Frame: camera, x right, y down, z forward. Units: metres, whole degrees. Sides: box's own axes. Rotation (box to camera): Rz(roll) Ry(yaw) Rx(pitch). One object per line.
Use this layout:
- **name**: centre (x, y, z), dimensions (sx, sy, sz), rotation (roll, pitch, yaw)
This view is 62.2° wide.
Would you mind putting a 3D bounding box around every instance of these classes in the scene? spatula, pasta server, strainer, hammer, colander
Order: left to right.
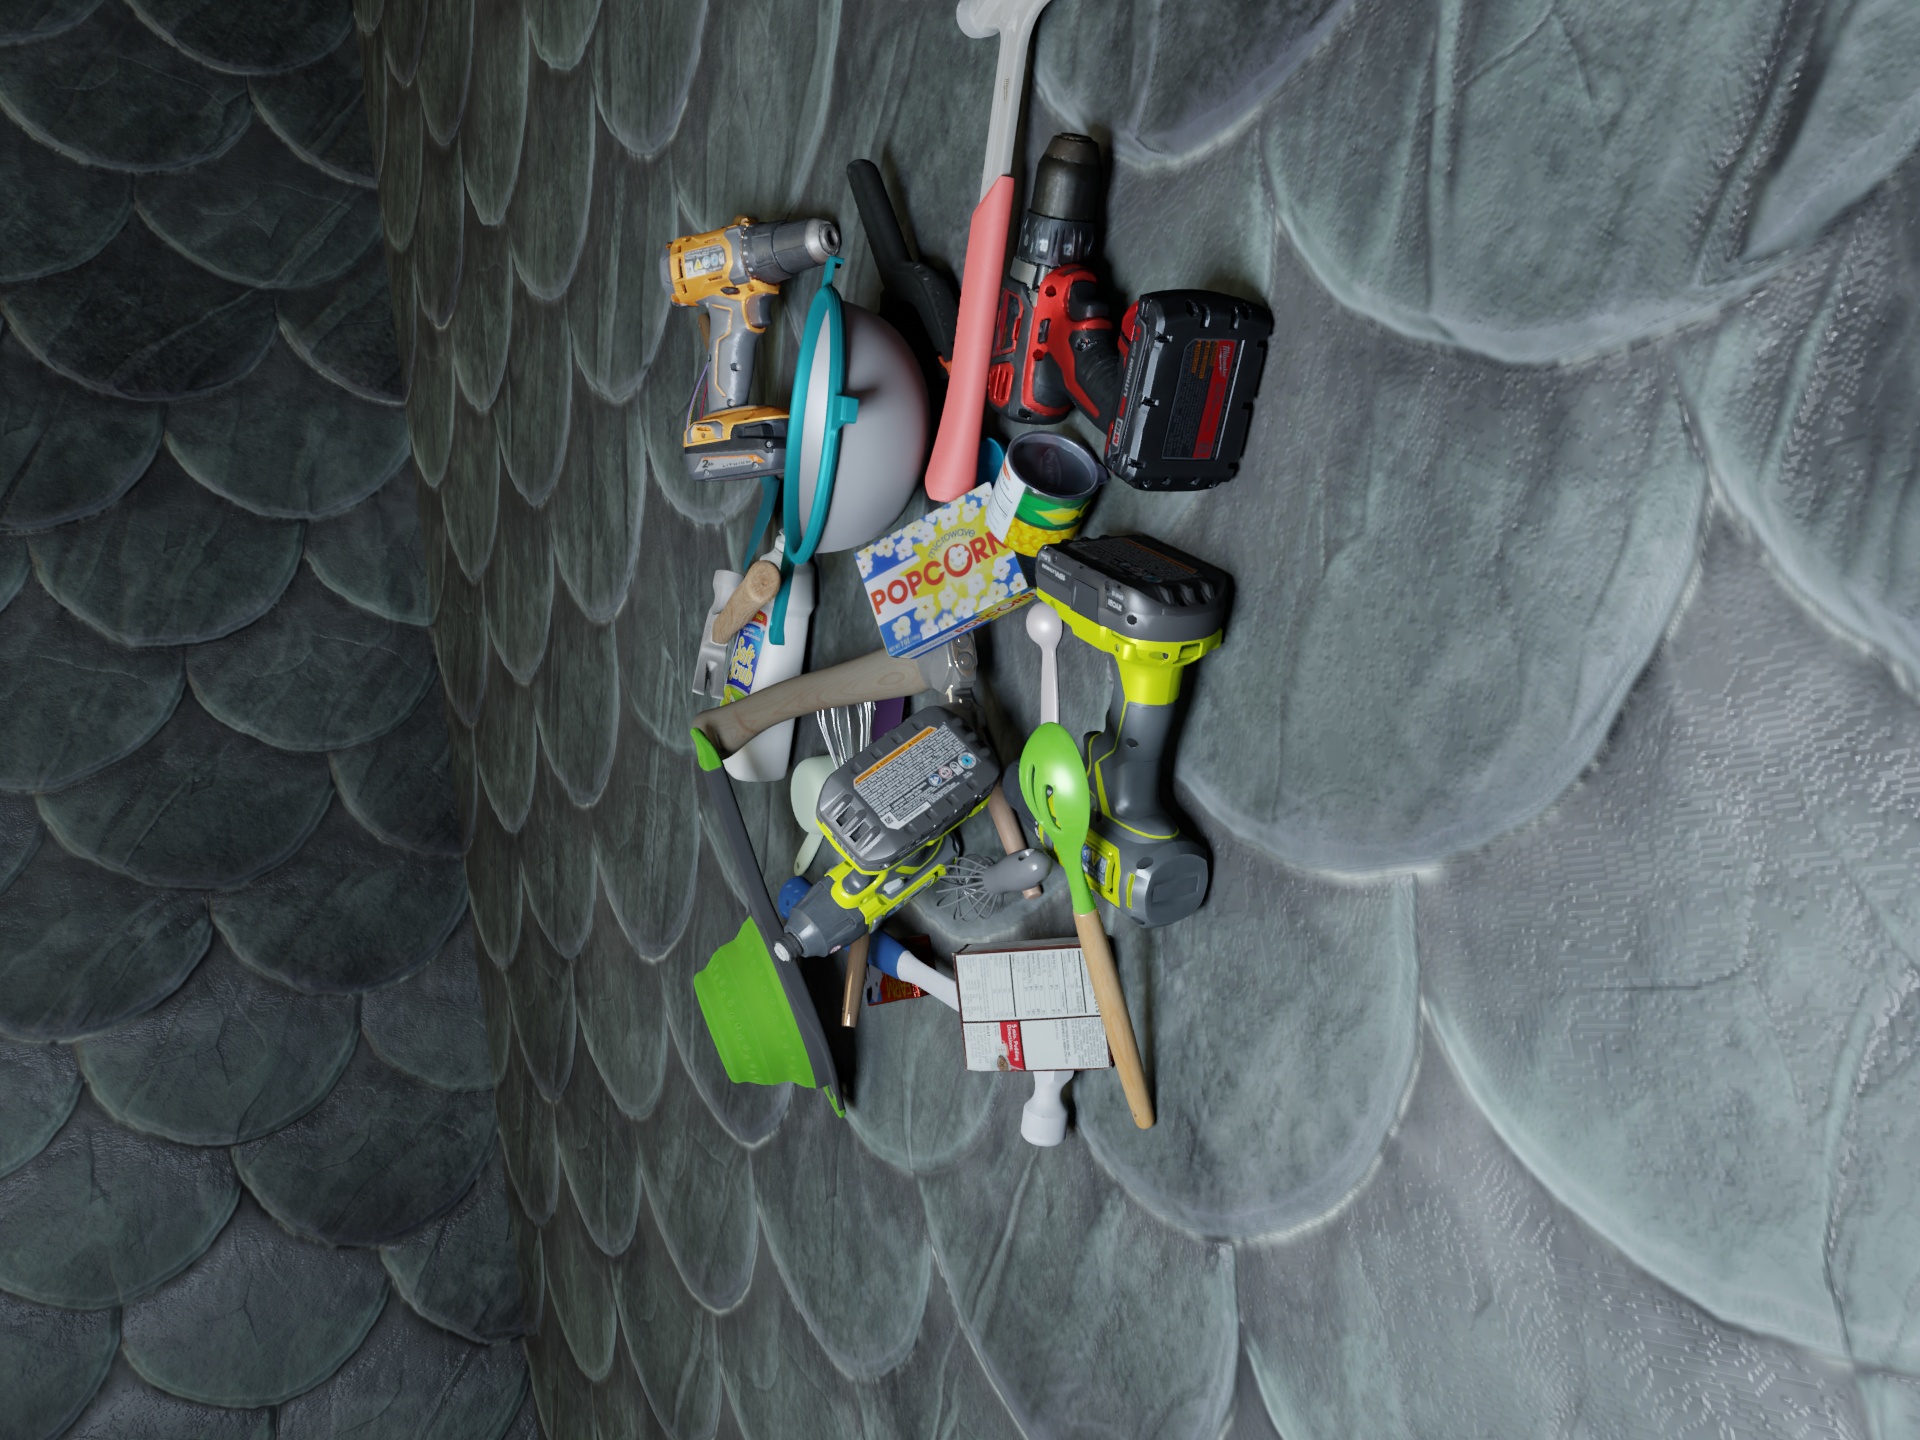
- **colander**: centre (-0.216, 0.202, 1.487), dimensions (0.205, 0.094, 0.397), rotation (-147, 38, -69)
- **spatula**: centre (-0.227, -0.294, 1.591), dimensions (0.082, 0.044, 0.318), rotation (-55, 47, 46)
- **hammer**: centre (-0.201, -0.095, 1.423), dimensions (0.331, 0.031, 0.130), rotation (163, 119, -74)
- **hammer**: centre (-0.122, -0.034, 1.350), dimensions (0.411, 0.038, 0.146), rotation (-15, 83, 52)
- **strainer**: centre (-0.089, -0.179, 1.270), dimensions (0.340, 0.095, 0.211), rotation (108, 160, -46)
- **spatula**: centre (-0.074, 0.098, 1.339), dimensions (0.060, 0.018, 0.316), rotation (-19, 62, 61)
- **hammer**: centre (-0.038, 0.200, 1.313), dimensions (0.406, 0.035, 0.144), rotation (20, 108, 53)
- **pasta server**: centre (-0.002, -0.004, 1.251), dimensions (0.060, 0.040, 0.316), rotation (-45, 58, 45)
- **hammer**: centre (0.023, -0.331, 1.120), dimensions (0.149, 0.036, 0.359), rotation (30, 116, 56)

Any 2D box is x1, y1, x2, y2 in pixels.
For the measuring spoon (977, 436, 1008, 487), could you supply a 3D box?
- **measuring spoon**: centre (0.048, -0.158, 1.161), dimensions (0.129, 0.021, 0.042), rotation (54, 132, 28)

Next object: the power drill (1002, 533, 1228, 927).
- **power drill**: centre (0.093, -0.001, 1.045), dimensions (0.191, 0.080, 0.228), rotation (36, 128, 52)

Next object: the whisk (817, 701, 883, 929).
- **whisk**: centre (-0.092, 0.077, 1.421), dimensions (0.058, 0.059, 0.246), rotation (6, 106, 42)

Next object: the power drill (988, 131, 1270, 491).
- **power drill**: centre (0.095, -0.256, 0.997), dimensions (0.227, 0.080, 0.187), rotation (47, 134, 52)

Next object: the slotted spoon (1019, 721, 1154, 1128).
- **slotted spoon**: centre (0.087, 0.143, 1.030), dimensions (0.070, 0.031, 0.313), rotation (28, 140, 56)

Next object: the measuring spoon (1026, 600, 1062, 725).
- **measuring spoon**: centre (0.059, -0.025, 1.157), dimensions (0.034, 0.018, 0.124), rotation (14, 108, 59)

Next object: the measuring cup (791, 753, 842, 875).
- **measuring cup**: centre (-0.148, 0.100, 1.528), dimensions (0.083, 0.038, 0.167), rotation (63, 143, 32)

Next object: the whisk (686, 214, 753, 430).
- **whisk**: centre (-0.224, -0.369, 1.545), dimensions (0.047, 0.051, 0.245), rotation (7, 87, 18)

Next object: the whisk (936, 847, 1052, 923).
- **whisk**: centre (0.024, 0.117, 1.162), dimensions (0.239, 0.055, 0.055), rotation (141, 119, -73)

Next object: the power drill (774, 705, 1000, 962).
- **power drill**: centre (-0.060, 0.097, 1.200), dimensions (0.080, 0.171, 0.223), rotation (47, 150, 14)

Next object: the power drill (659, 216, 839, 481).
- **power drill**: centre (-0.180, -0.338, 1.439), dimensions (0.185, 0.084, 0.226), rotation (-2, 96, 33)
